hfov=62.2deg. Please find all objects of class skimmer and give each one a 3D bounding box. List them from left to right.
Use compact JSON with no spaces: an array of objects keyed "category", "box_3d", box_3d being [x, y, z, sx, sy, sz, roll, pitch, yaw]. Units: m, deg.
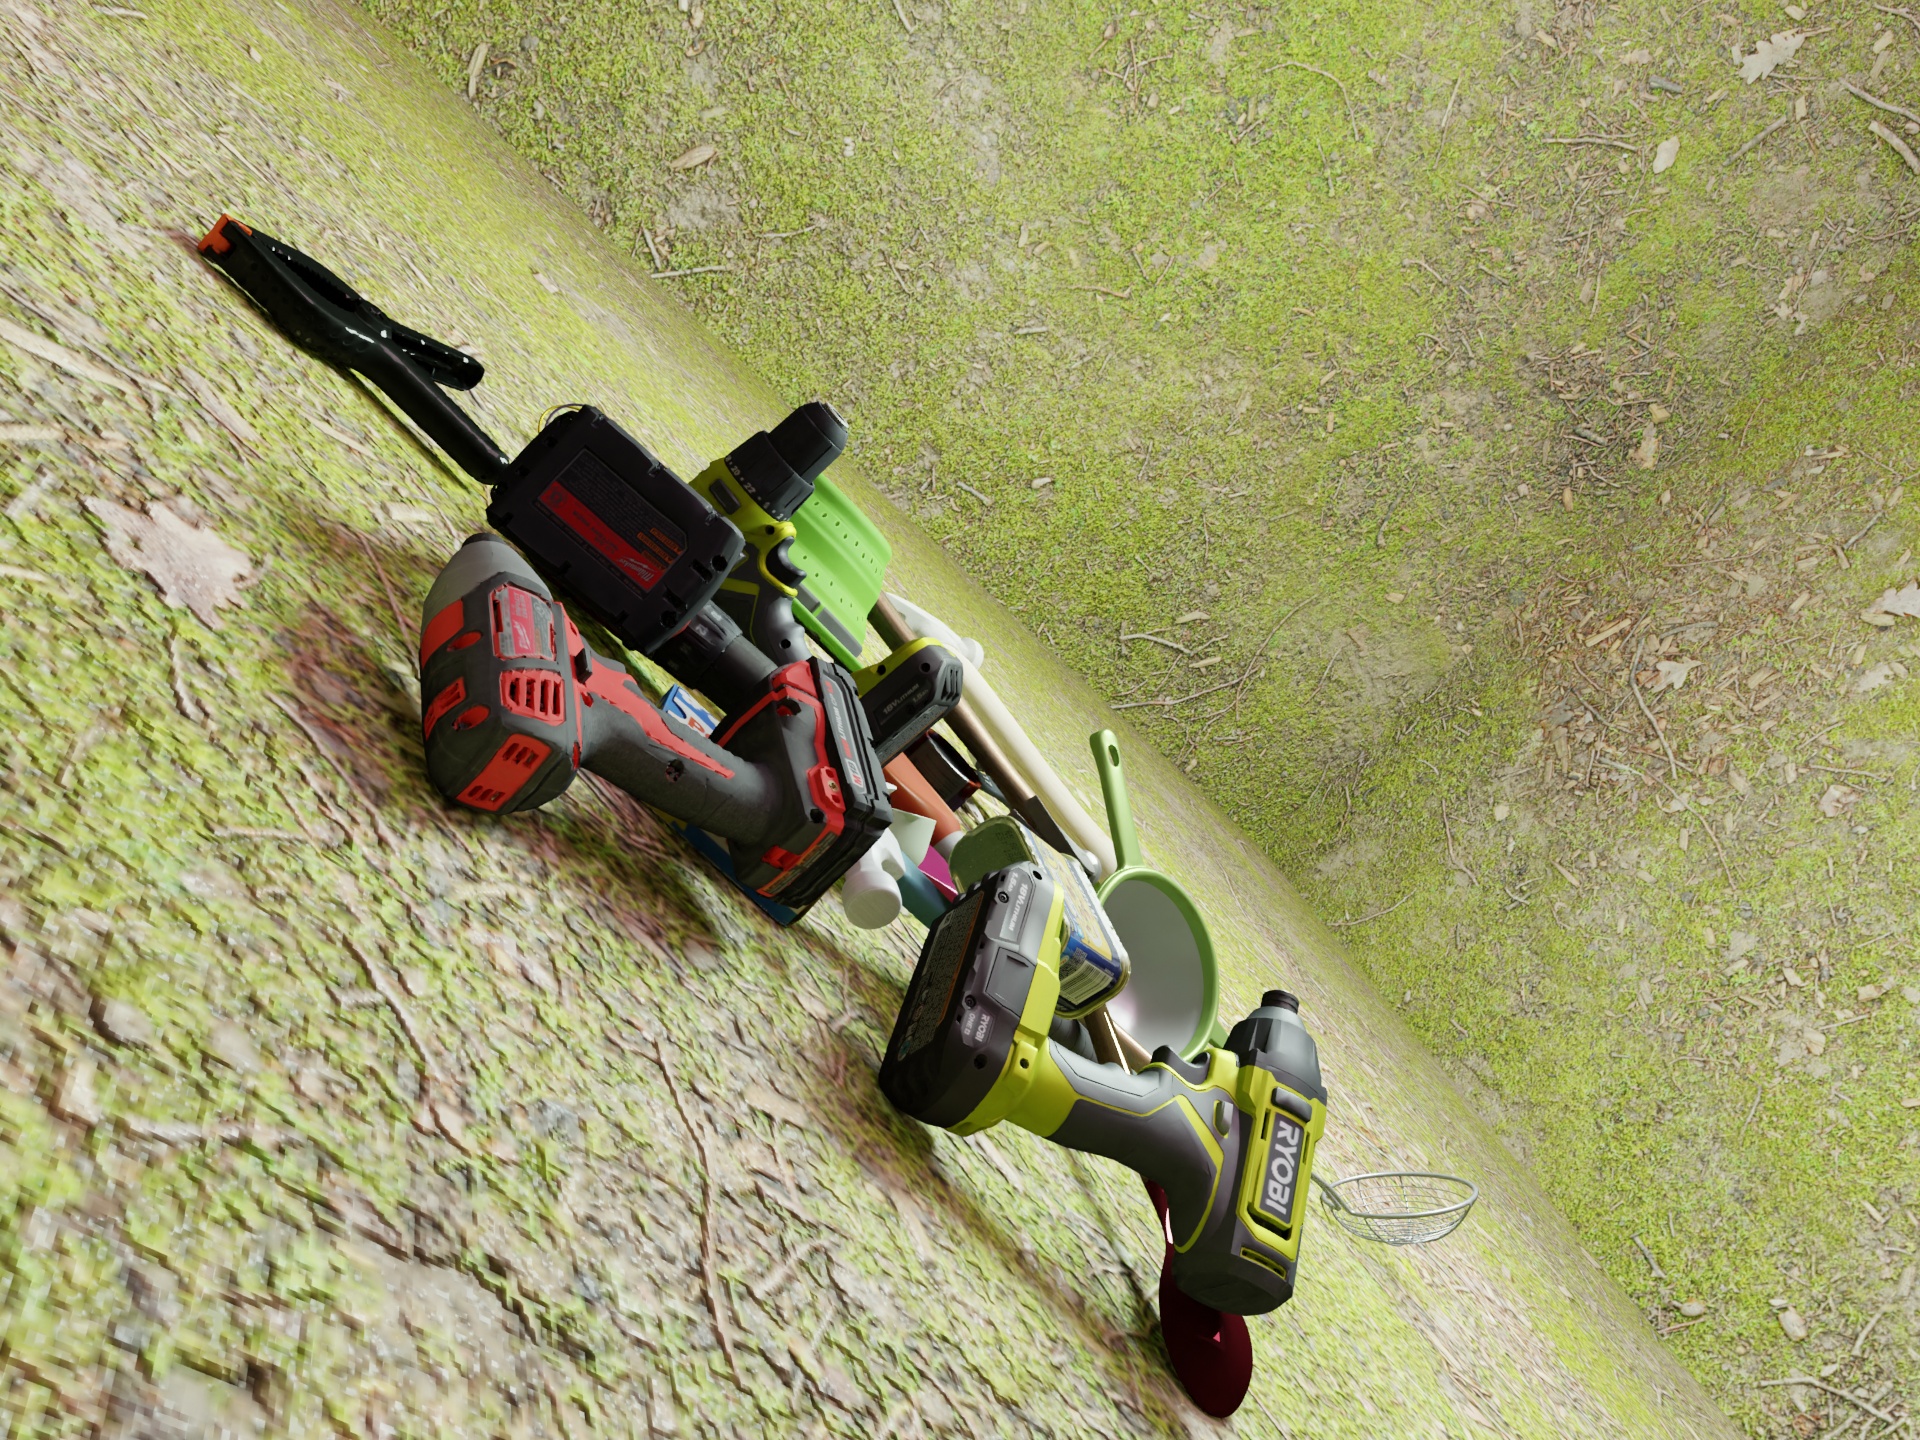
[{"category":"skimmer","box_3d":[0.276,0.326,1.289,0.363,0.090,0.127,39,-22,-23]}]

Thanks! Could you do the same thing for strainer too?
[{"category":"strainer","box_3d":[0.112,0.137,1.192,0.151,0.069,0.256,3,72,-45]}]

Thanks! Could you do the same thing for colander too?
[{"category":"colander","box_3d":[-0.156,-0.164,1.286,0.204,0.094,0.397,46,-3,-35]}]

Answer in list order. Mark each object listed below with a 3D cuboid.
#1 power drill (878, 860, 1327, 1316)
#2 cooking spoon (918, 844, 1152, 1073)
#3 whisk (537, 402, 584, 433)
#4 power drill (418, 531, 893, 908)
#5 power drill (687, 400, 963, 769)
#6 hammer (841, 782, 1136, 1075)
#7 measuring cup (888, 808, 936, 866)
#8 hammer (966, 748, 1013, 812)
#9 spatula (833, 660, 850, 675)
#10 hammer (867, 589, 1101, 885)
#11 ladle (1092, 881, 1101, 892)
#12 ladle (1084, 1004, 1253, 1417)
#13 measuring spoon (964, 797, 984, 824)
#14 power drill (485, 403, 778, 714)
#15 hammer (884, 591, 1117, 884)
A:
[{"category":"power drill","box_3d":[0.084,0.173,0.805,0.223,0.080,0.171,31,51,-14]},{"category":"cooking spoon","box_3d":[0.033,0.153,1.084,0.319,0.017,0.069,40,14,9]},{"category":"whisk","box_3d":[-0.238,-0.143,1.219,0.245,0.051,0.047,50,29,-1]},{"category":"power drill","box_3d":[-0.144,-0.003,0.732,0.219,0.078,0.143,24,33,-39]},{"category":"power drill","box_3d":[-0.103,-0.080,1.055,0.228,0.190,0.080,51,9,9]},{"category":"hammer","box_3d":[0.020,0.149,0.948,0.330,0.033,0.128,49,12,-38]},{"category":"measuring cup","box_3d":[-0.091,0.060,0.959,0.167,0.038,0.083,16,-4,-37]},{"category":"hammer","box_3d":[-0.046,0.020,1.328,0.408,0.036,0.149,30,27,-54]},{"category":"spatula","box_3d":[-0.100,-0.115,1.372,0.082,0.044,0.317,-124,-160,-51]},{"category":"hammer","box_3d":[-0.002,-0.004,1.272,0.331,0.031,0.130,53,5,17]},{"category":"ladle","box_3d":[0.070,0.146,1.267,0.078,0.062,0.320,47,11,3]},{"category":"ladle","box_3d":[0.105,0.244,0.903,0.069,0.031,0.316,38,19,-30]},{"category":"measuring spoon","box_3d":[-0.017,0.050,1.448,0.124,0.018,0.034,55,15,17]},{"category":"power drill","box_3d":[-0.171,-0.072,0.897,0.188,0.080,0.226,41,-10,-3]},{"category":"hammer","box_3d":[0.050,0.030,1.401,0.146,0.038,0.411,28,19,-46]}]
